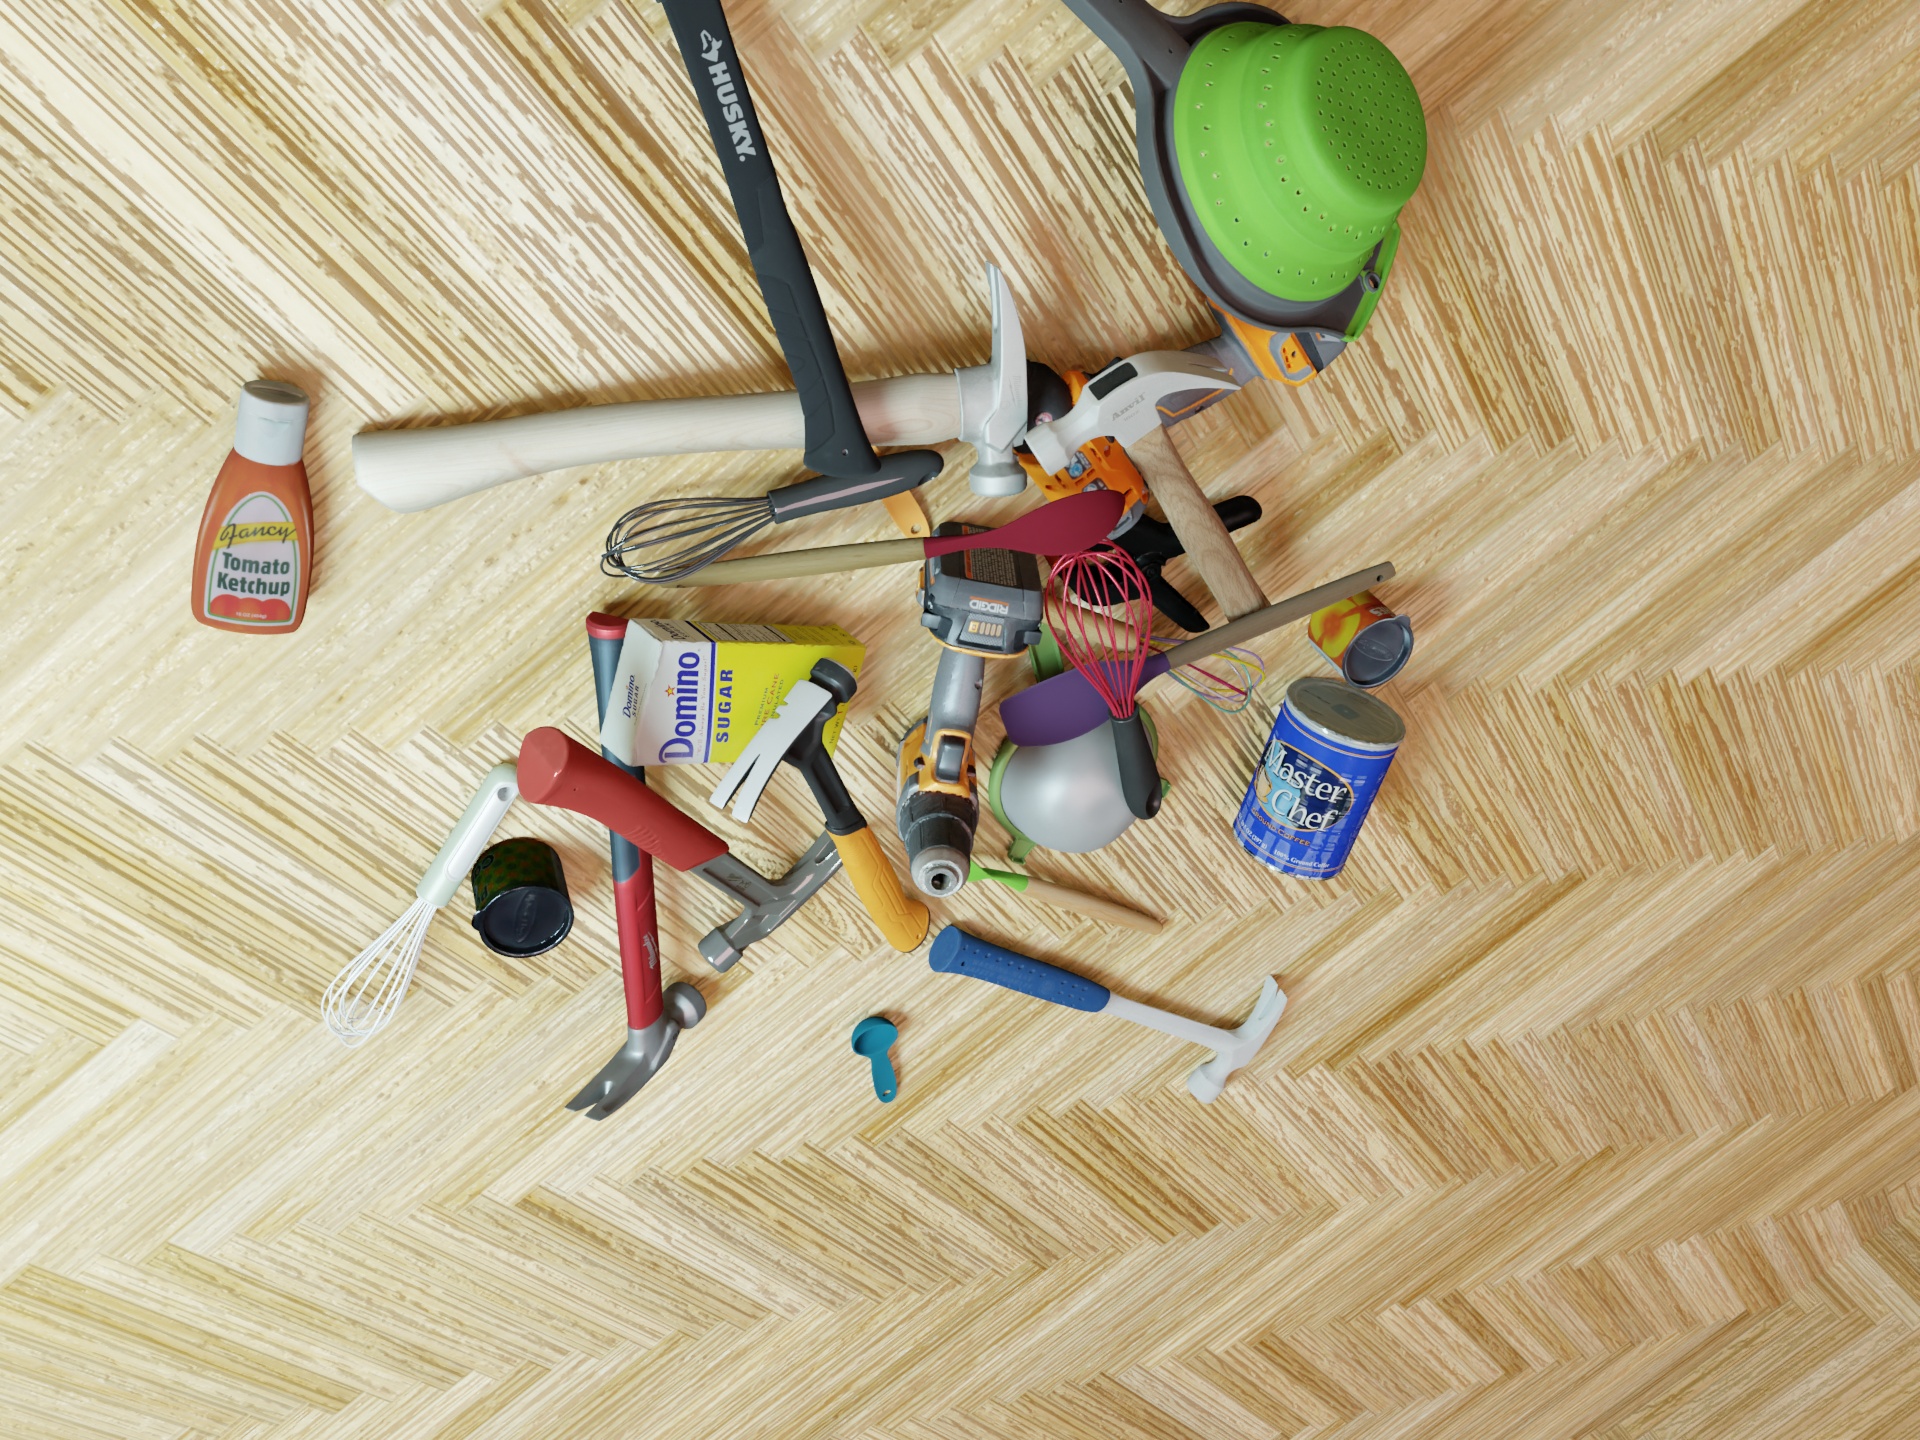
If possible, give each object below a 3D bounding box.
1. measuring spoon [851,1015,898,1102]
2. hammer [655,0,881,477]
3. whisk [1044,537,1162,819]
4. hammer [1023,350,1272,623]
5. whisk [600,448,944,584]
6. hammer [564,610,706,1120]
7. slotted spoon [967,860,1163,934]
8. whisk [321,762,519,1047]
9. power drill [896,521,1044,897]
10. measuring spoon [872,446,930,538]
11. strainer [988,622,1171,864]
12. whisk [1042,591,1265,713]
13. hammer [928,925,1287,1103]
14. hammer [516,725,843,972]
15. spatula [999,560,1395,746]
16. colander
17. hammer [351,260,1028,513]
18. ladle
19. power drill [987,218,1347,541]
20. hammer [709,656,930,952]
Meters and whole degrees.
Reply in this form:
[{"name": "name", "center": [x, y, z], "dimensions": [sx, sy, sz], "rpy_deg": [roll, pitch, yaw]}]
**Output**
[{"name": "measuring spoon", "center": [-0.073, 0.299, 1.409], "dimensions": [0.042, 0.021, 0.128], "rpy_deg": [-19, 138, -11]}, {"name": "hammer", "center": [-0.108, -0.294, 0.908], "dimensions": [0.146, 0.035, 0.334], "rpy_deg": [-23, 116, -9]}, {"name": "whisk", "center": [0.116, -0.020, 1.153], "dimensions": [0.073, 0.073, 0.295], "rpy_deg": [-26, 137, -6]}, {"name": "hammer", "center": [0.162, -0.144, 1.104], "dimensions": [0.130, 0.031, 0.331], "rpy_deg": [-34, 146, 9]}, {"name": "whisk", "center": [-0.122, -0.138, 1.047], "dimensions": [0.239, 0.055, 0.055], "rpy_deg": [-18, 129, -13]}, {"name": "hammer", "center": [-0.244, 0.105, 1.134], "dimensions": [0.143, 0.038, 0.386], "rpy_deg": [-46, 145, -52]}, {"name": "slotted spoon", "center": [0.071, 0.144, 1.342], "dimensions": [0.313, 0.070, 0.031], "rpy_deg": [22, 85, -41]}, {"name": "whisk", "center": [-0.378, 0.131, 1.125], "dimensions": [0.057, 0.059, 0.246], "rpy_deg": [23, 106, -45]}, {"name": "power drill", "center": [-0.002, -0.004, 1.115], "dimensions": [0.084, 0.185, 0.226], "rpy_deg": [9, 118, -7]}, {"name": "measuring spoon", "center": [-0.049, -0.163, 1.094], "dimensions": [0.021, 0.011, 0.116], "rpy_deg": [-30, 134, 4]}, {"name": "strainer", "center": [0.091, 0.017, 1.244], "dimensions": [0.151, 0.069, 0.256], "rpy_deg": [-24, 131, -7]}, {"name": "whisk", "center": [0.144, -0.054, 1.225], "dimensions": [0.244, 0.047, 0.051], "rpy_deg": [17, 89, -35]}, {"name": "hammer", "center": [0.140, 0.255, 1.459], "dimensions": [0.405, 0.035, 0.144], "rpy_deg": [24, 111, -35]}, {"name": "hammer", "center": [-0.185, 0.075, 1.084], "dimensions": [0.149, 0.037, 0.358], "rpy_deg": [-44, 153, -3]}, {"name": "spatula", "center": [0.180, -0.053, 1.198], "dimensions": [0.316, 0.018, 0.059], "rpy_deg": [-23, 123, 0]}, {"name": "colander", "center": [0.152, -0.389, 0.924], "dimensions": [0.396, 0.094, 0.205], "rpy_deg": [35, 67, -26]}, {"name": "hammer", "center": [-0.159, -0.191, 0.978], "dimensions": [0.410, 0.038, 0.146], "rpy_deg": [-8, 114, -11]}, {"name": "ladle", "center": [-0.048, -0.111, 1.039], "dimensions": [0.315, 0.031, 0.069], "rpy_deg": [-6, 164, 11]}, {"name": "power drill", "center": [0.131, -0.241, 1.075], "dimensions": [0.226, 0.084, 0.164], "rpy_deg": [-38, 130, 9]}, {"name": "hammer", "center": [-0.083, 0.095, 1.181], "dimensions": [0.127, 0.034, 0.336], "rpy_deg": [-53, 150, -20]}]
